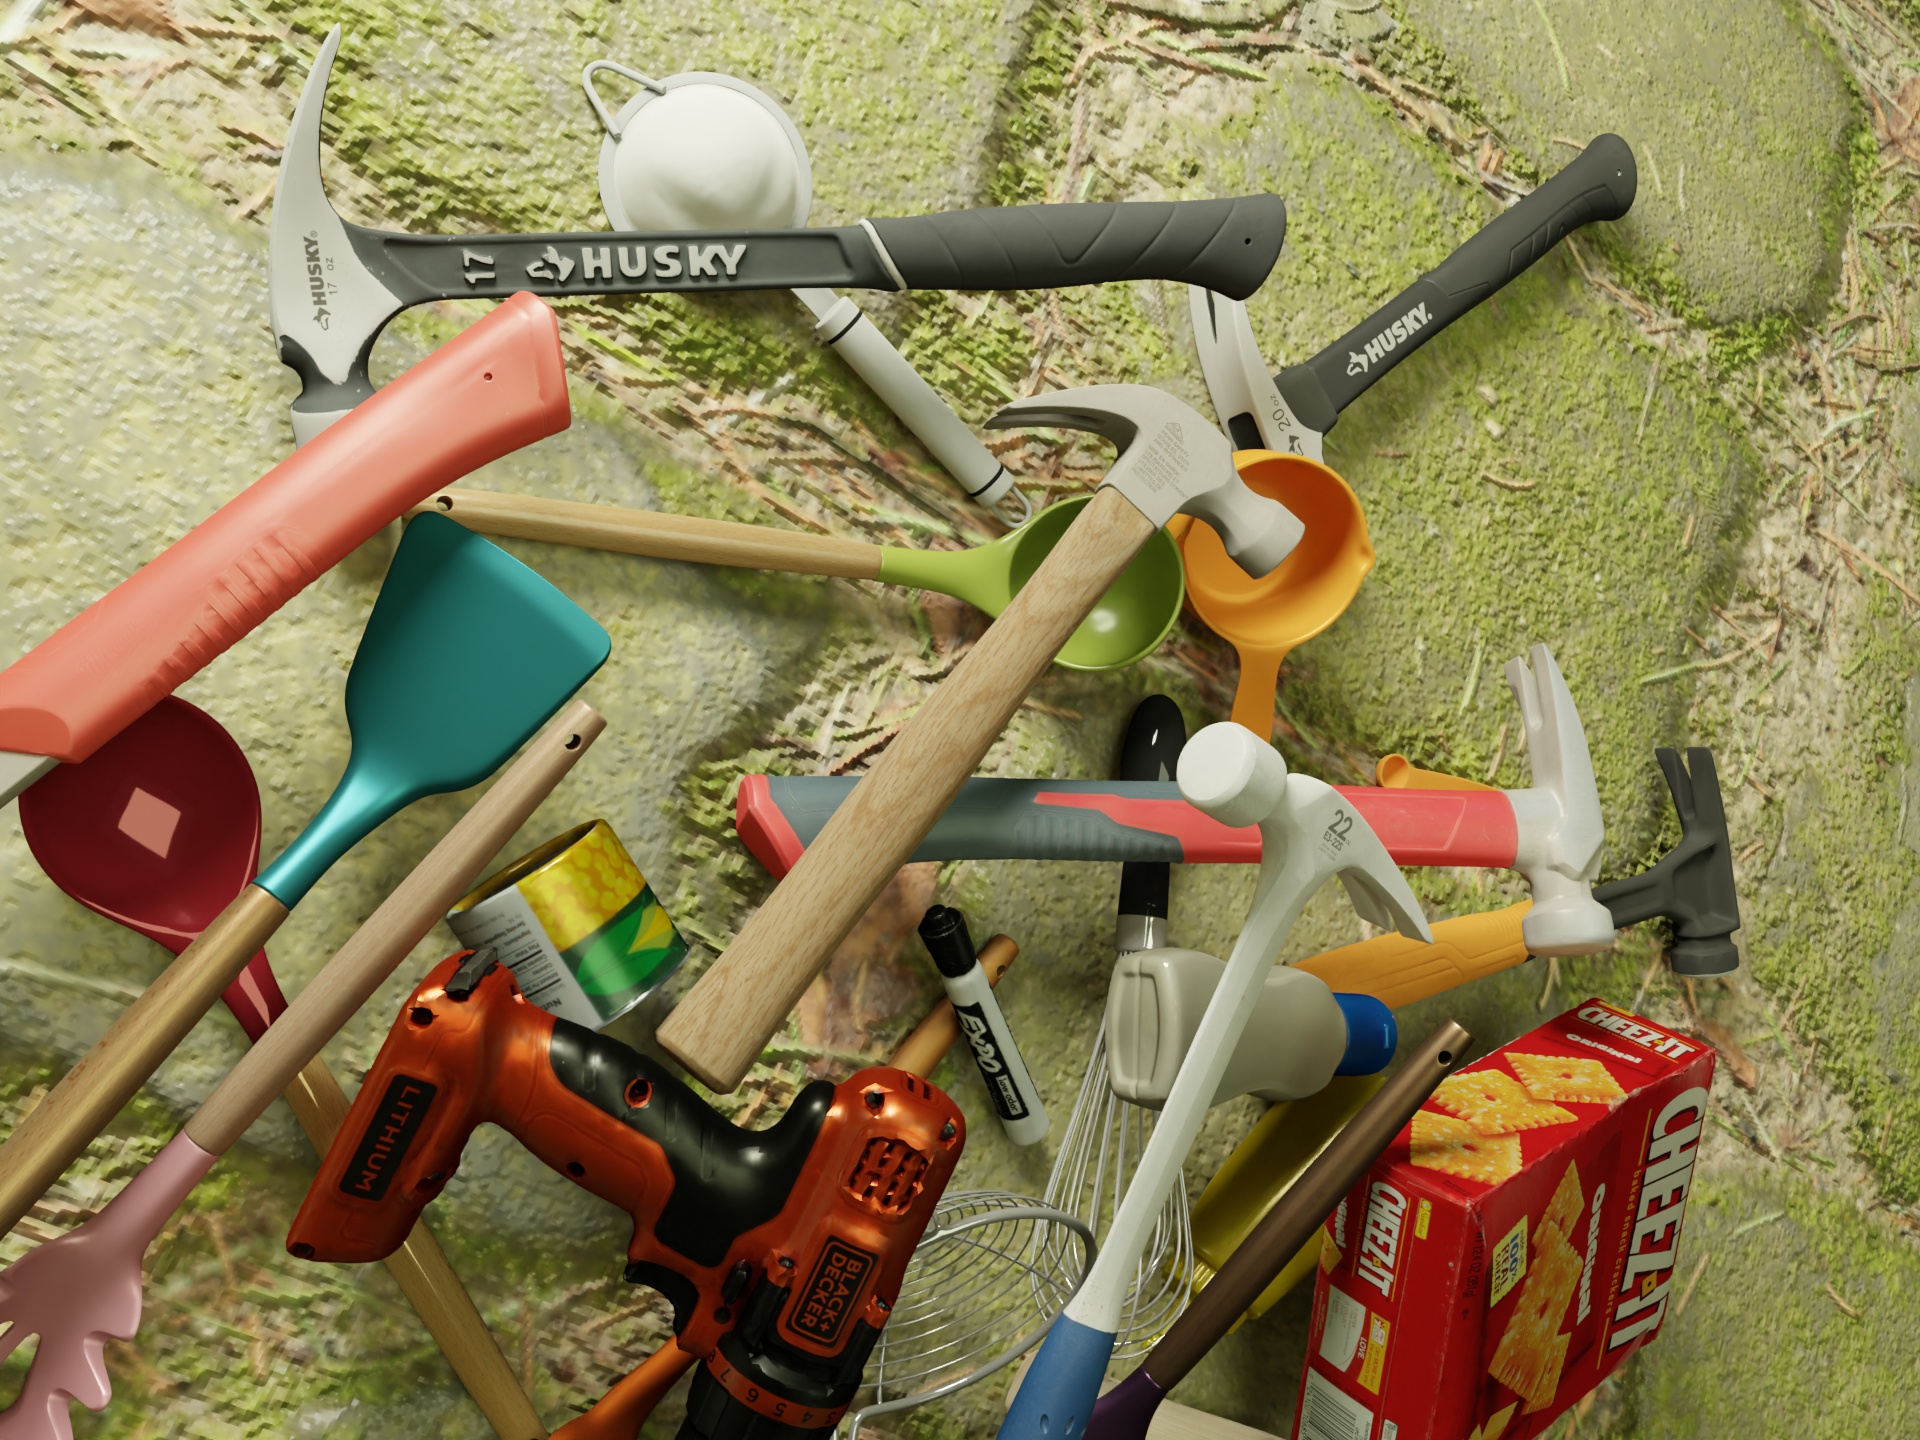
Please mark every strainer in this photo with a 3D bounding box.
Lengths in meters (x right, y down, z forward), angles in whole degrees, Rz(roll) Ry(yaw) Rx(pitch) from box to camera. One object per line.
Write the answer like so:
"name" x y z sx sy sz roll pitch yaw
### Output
"strainer" -0.055 -0.173 0.658 0.258 0.050 0.087 45 82 -20

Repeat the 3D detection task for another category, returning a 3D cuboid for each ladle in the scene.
"ladle" -0.217 0.132 0.545 0.069 0.031 0.315 -31 101 -24
"ladle" -0.054 -0.068 0.637 0.320 0.062 0.078 5 83 -25

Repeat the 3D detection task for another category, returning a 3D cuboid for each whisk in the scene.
"whisk" 0.077 0.126 0.688 0.070 0.070 0.285 14 74 -26

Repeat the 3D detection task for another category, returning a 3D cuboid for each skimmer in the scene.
"skimmer" -0.038 0.349 0.578 0.127 0.090 0.363 23 75 -42

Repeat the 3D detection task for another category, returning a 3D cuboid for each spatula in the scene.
"spatula" -0.236 0.072 0.496 0.082 0.044 0.318 35 65 -1
"spatula" 0.095 0.240 0.625 0.060 0.018 0.316 38 96 -4
"spatula" -0.068 0.207 0.607 0.323 0.041 0.080 -49 131 -25

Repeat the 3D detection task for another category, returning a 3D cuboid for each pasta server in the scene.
"pasta server" -0.222 0.116 0.509 0.316 0.040 0.060 -50 119 -12

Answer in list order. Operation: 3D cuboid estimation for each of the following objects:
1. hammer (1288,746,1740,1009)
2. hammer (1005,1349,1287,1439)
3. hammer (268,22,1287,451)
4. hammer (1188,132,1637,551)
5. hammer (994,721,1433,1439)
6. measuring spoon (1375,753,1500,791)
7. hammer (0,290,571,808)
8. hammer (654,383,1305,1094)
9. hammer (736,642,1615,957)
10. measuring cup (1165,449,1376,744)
"hammer" 0.269 0.103 0.800 0.336 0.034 0.127 -11 94 -28
"hammer" 0.197 0.362 0.735 0.410 0.038 0.146 30 70 -22
"hammer" -0.050 -0.185 0.617 0.409 0.036 0.149 -9 105 -22
"hammer" 0.251 -0.228 0.828 0.335 0.035 0.146 -38 103 -26
"hammer" 0.056 0.210 0.578 0.144 0.035 0.405 31 81 -38
"measuring spoon" 0.254 0.039 0.816 0.116 0.011 0.021 18 85 -29
"hammer" -0.269 -0.023 0.490 0.149 0.036 0.359 45 71 1
"hammer" -0.001 -0.002 0.612 0.130 0.031 0.331 41 71 -8
"hammer" 0.099 0.028 0.678 0.386 0.038 0.143 2 70 -16
"measuring cup" 0.132 -0.040 0.739 0.095 0.052 0.173 2 107 -11
